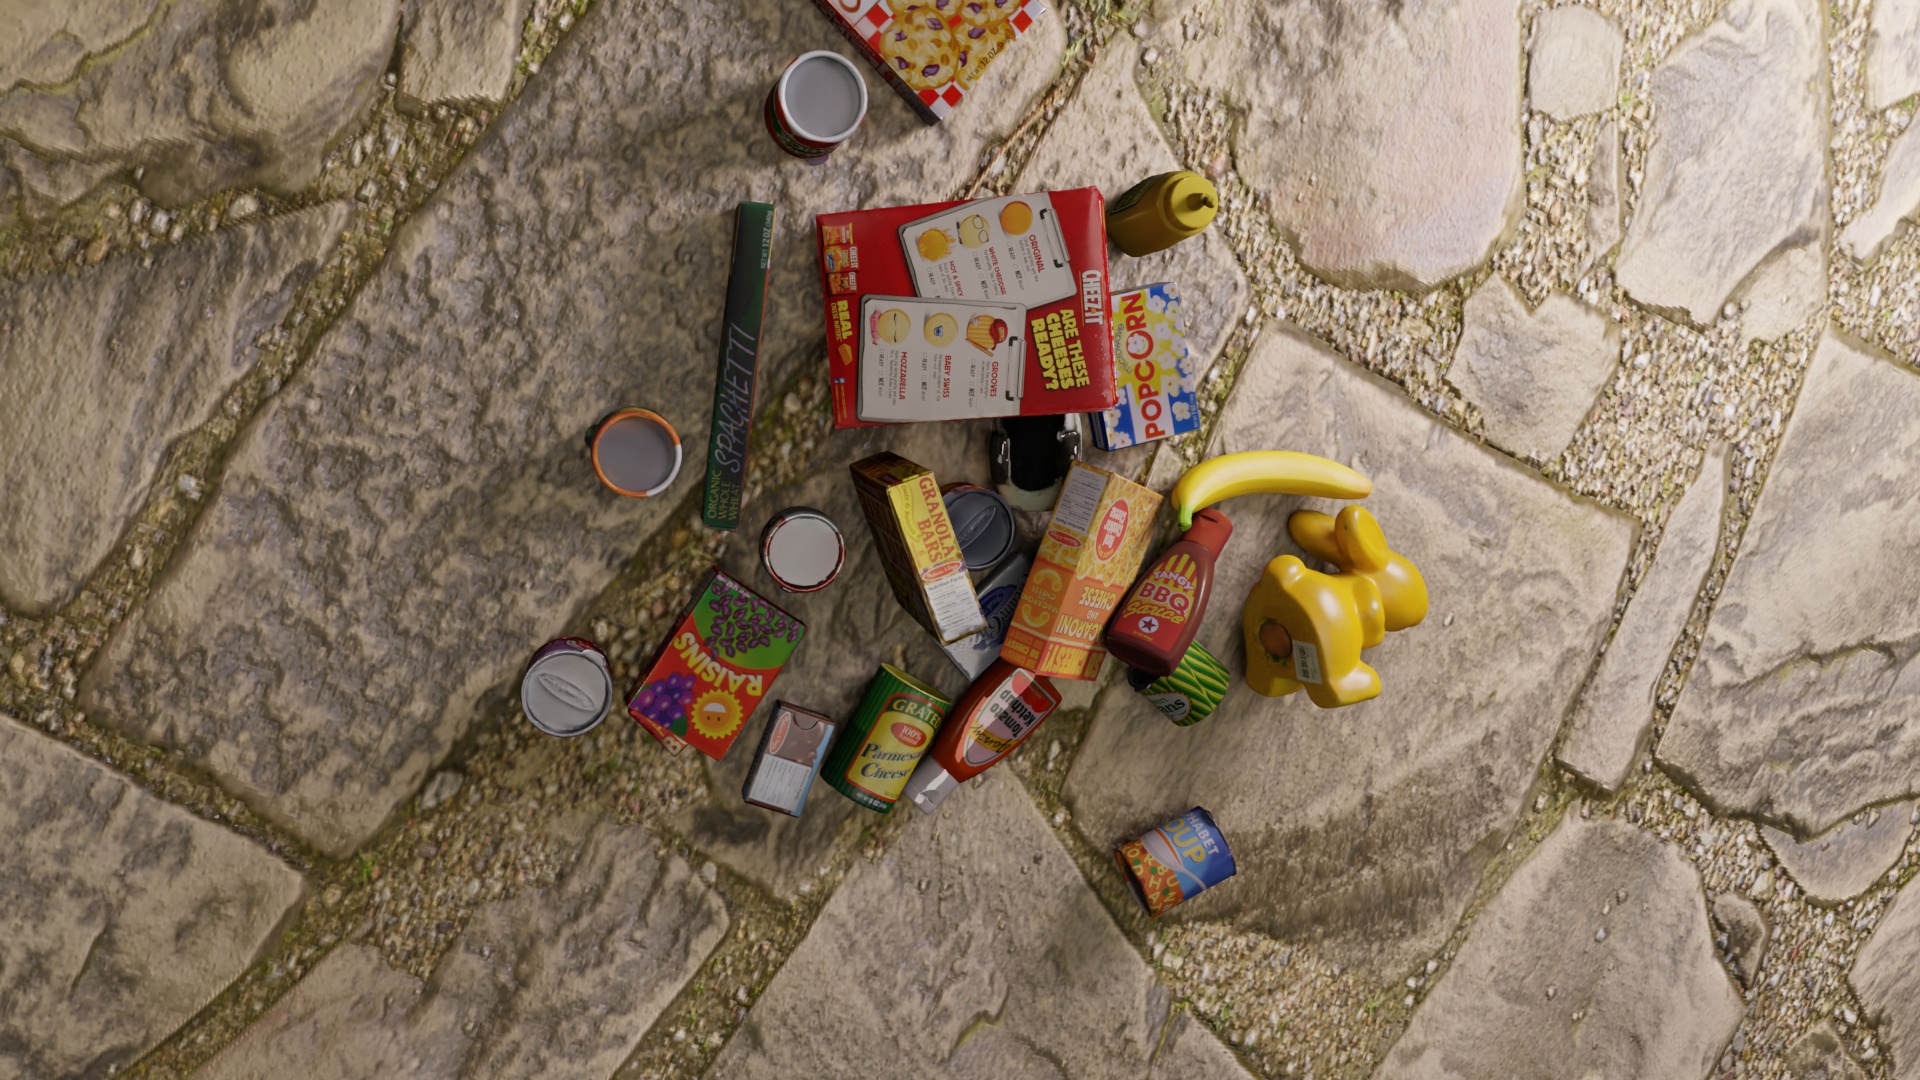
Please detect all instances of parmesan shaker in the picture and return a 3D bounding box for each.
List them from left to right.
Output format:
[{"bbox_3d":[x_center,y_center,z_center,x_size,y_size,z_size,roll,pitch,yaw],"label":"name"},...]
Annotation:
[{"bbox_3d":[-0.058,0.160,1.120,0.071,0.071,0.103,29,89,-17],"label":"parmesan shaker"}]

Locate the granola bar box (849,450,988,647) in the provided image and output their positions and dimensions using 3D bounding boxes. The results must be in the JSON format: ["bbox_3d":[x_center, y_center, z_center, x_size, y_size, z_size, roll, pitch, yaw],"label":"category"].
[{"bbox_3d":[-0.036,0.002,1.053,0.039,0.165,0.124,-21,103,-10],"label":"granola bar box"}]

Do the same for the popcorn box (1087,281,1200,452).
[{"bbox_3d":[0.144,-0.144,1.148,0.085,0.038,0.126,-14,100,-12],"label":"popcorn box"}]

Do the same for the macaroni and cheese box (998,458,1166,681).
[{"bbox_3d":[0.100,0.027,1.122,0.124,0.040,0.166,17,94,-61],"label":"macaroni and cheese box"}]

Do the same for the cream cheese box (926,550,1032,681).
[{"bbox_3d":[0.027,0.062,1.151,0.104,0.024,0.053,-43,106,-6],"label":"cream cheese box"}]

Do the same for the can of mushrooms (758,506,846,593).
[{"bbox_3d":[-0.125,0.010,1.099,0.071,0.033,0.071,-2,98,-15],"label":"can of mushrooms"}]

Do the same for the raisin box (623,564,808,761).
[{"bbox_3d":[-0.187,0.094,1.064,0.086,0.040,0.123,34,86,-17],"label":"raisin box"}]

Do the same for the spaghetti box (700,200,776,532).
[{"bbox_3d":[-0.170,-0.132,1.060,0.029,0.050,0.249,6,96,-14],"label":"spaghetti box"}]

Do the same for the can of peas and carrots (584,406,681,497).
[{"bbox_3d":[-0.247,-0.068,1.044,0.071,0.059,0.071,-2,97,-15],"label":"can of peas and carrots"}]

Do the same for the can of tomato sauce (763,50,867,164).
[{"bbox_3d":[-0.108,-0.321,1.035,0.071,0.083,0.071,-2,98,-14],"label":"can of tomato sauce"}]

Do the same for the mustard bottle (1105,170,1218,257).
[{"bbox_3d":[0.162,-0.257,1.075,0.065,0.160,0.048,-45,105,-6],"label":"mustard bottle"}]

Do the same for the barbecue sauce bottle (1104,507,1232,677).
[{"bbox_3d":[0.180,0.039,1.157,0.065,0.043,0.149,23,63,22],"label":"barbecue sauce bottle"}]

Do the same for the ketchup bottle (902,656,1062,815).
[{"bbox_3d":[0.013,0.162,1.150,0.149,0.043,0.064,-45,113,-5],"label":"ketchup bottle"}]

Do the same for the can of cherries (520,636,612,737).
[{"bbox_3d":[-0.296,0.108,1.054,0.071,0.058,0.071,-2,97,-14],"label":"can of cherries"}]

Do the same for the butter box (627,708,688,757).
[{"bbox_3d":[-0.206,0.117,1.096,0.103,0.024,0.053,-42,105,-6],"label":"butter box"}]

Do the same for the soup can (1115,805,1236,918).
[{"bbox_3d":[0.185,0.275,1.198,0.084,0.071,0.071,-25,103,-10],"label":"soup can"}]

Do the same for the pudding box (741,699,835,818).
[{"bbox_3d":[-0.139,0.175,1.119,0.050,0.030,0.083,21,91,-15],"label":"pudding box"}]

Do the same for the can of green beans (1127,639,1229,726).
[{"bbox_3d":[0.185,0.116,1.178,0.058,0.071,0.071,42,86,-17],"label":"can of green beans"}]

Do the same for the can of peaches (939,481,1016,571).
[{"bbox_3d":[0.004,-0.014,1.118,0.071,0.058,0.071,-2,98,-14],"label":"can of peaches"}]

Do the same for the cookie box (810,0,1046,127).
[{"bbox_3d":[-0.036,-0.423,1.063,0.167,0.040,0.123,44,85,-16],"label":"cookie box"}]
